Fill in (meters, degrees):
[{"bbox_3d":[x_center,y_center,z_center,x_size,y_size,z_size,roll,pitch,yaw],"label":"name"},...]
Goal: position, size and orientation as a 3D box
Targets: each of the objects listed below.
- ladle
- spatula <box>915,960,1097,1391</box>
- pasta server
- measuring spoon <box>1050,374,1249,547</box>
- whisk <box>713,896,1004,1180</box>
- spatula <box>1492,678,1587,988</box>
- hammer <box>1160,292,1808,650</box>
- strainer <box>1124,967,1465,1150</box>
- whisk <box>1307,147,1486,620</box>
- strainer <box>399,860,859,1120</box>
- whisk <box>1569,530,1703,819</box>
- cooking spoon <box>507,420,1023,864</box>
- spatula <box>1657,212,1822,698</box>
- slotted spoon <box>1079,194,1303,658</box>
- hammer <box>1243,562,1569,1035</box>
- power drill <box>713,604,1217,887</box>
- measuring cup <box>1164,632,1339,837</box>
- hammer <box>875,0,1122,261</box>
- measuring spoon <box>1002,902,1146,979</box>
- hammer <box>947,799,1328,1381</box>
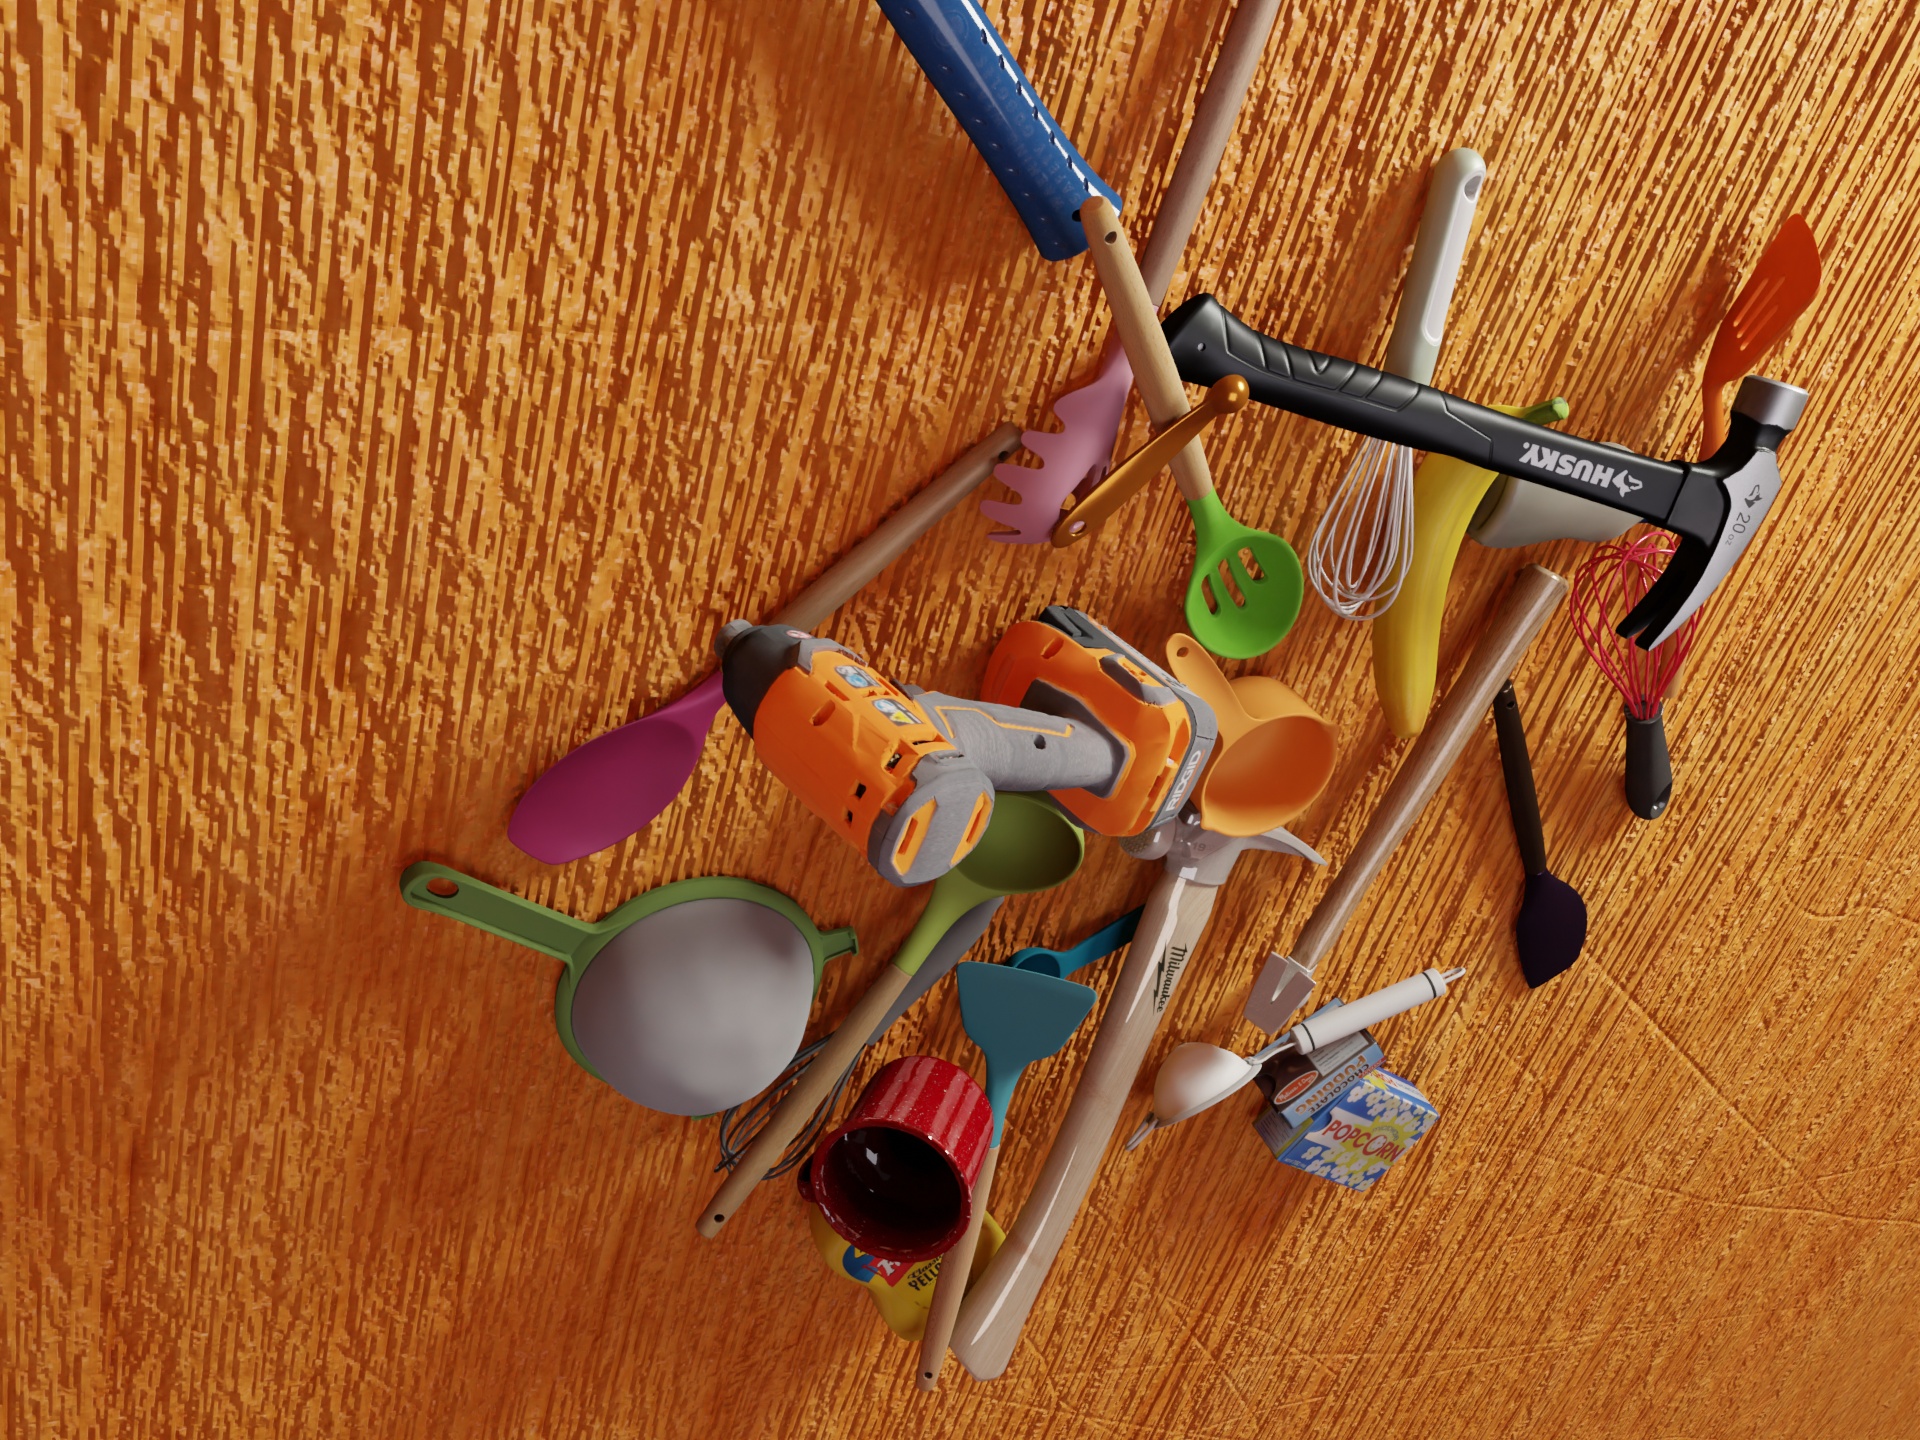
[{"bbox_3d":[-0.046,0.162,0.875,0.078,0.062,0.320,36,92,-18],"label":"ladle"},{"bbox_3d":[0.008,0.284,0.969,0.082,0.044,0.317,12,107,0],"label":"spatula"},{"bbox_3d":[0.088,-0.220,0.725,0.060,0.040,0.316,-5,121,-53],"label":"pasta server"},{"bbox_3d":[0.088,-0.117,0.738,0.117,0.011,0.021,-40,138,16],"label":"measuring spoon"},{"bbox_3d":[-0.059,0.179,0.922,0.239,0.055,0.055,-47,129,5],"label":"whisk"},{"bbox_3d":[0.390,0.082,1.083,0.060,0.018,0.315,-32,131,-4],"label":"spatula"},{"bbox_3d":[0.248,-0.139,0.792,0.334,0.035,0.146,14,108,-12],"label":"hammer"},{"bbox_3d":[0.219,0.214,1.061,0.258,0.087,0.050,-22,86,-5],"label":"strainer"},{"bbox_3d":[0.228,-0.166,0.820,0.057,0.059,0.246,-14,124,-39],"label":"whisk"},{"bbox_3d":[-0.173,0.141,0.826,0.256,0.069,0.151,32,105,-39],"label":"strainer"},{"bbox_3d":[0.429,-0.018,1.002,0.073,0.073,0.295,-34,139,0],"label":"whisk"},{"bbox_3d":[-0.093,-0.037,0.775,0.319,0.017,0.068,-40,137,5],"label":"cooking spoon"},{"bbox_3d":[0.452,-0.135,0.945,0.041,0.081,0.322,1,133,14],"label":"spatula"},{"bbox_3d":[0.110,-0.130,0.766,0.070,0.031,0.313,-35,141,0],"label":"slotted spoon"},{"bbox_3d":[0.268,0.053,0.971,0.331,0.031,0.130,-61,163,13],"label":"hammer"},{"bbox_3d":[-0.001,-0.002,0.756,0.226,0.164,0.084,-6,127,-46],"label":"power drill"},{"bbox_3d":[0.143,-0.006,0.882,0.095,0.052,0.173,-38,131,5],"label":"measuring cup"},{"bbox_3d":[-0.060,-0.326,0.583,0.144,0.035,0.405,-41,129,5],"label":"hammer"},{"bbox_3d":[0.076,0.136,0.978,0.128,0.021,0.042,-26,124,-19],"label":"measuring spoon"},{"bbox_3d":[0.093,0.240,1.000,0.146,0.038,0.410,12,107,-33],"label":"hammer"}]
